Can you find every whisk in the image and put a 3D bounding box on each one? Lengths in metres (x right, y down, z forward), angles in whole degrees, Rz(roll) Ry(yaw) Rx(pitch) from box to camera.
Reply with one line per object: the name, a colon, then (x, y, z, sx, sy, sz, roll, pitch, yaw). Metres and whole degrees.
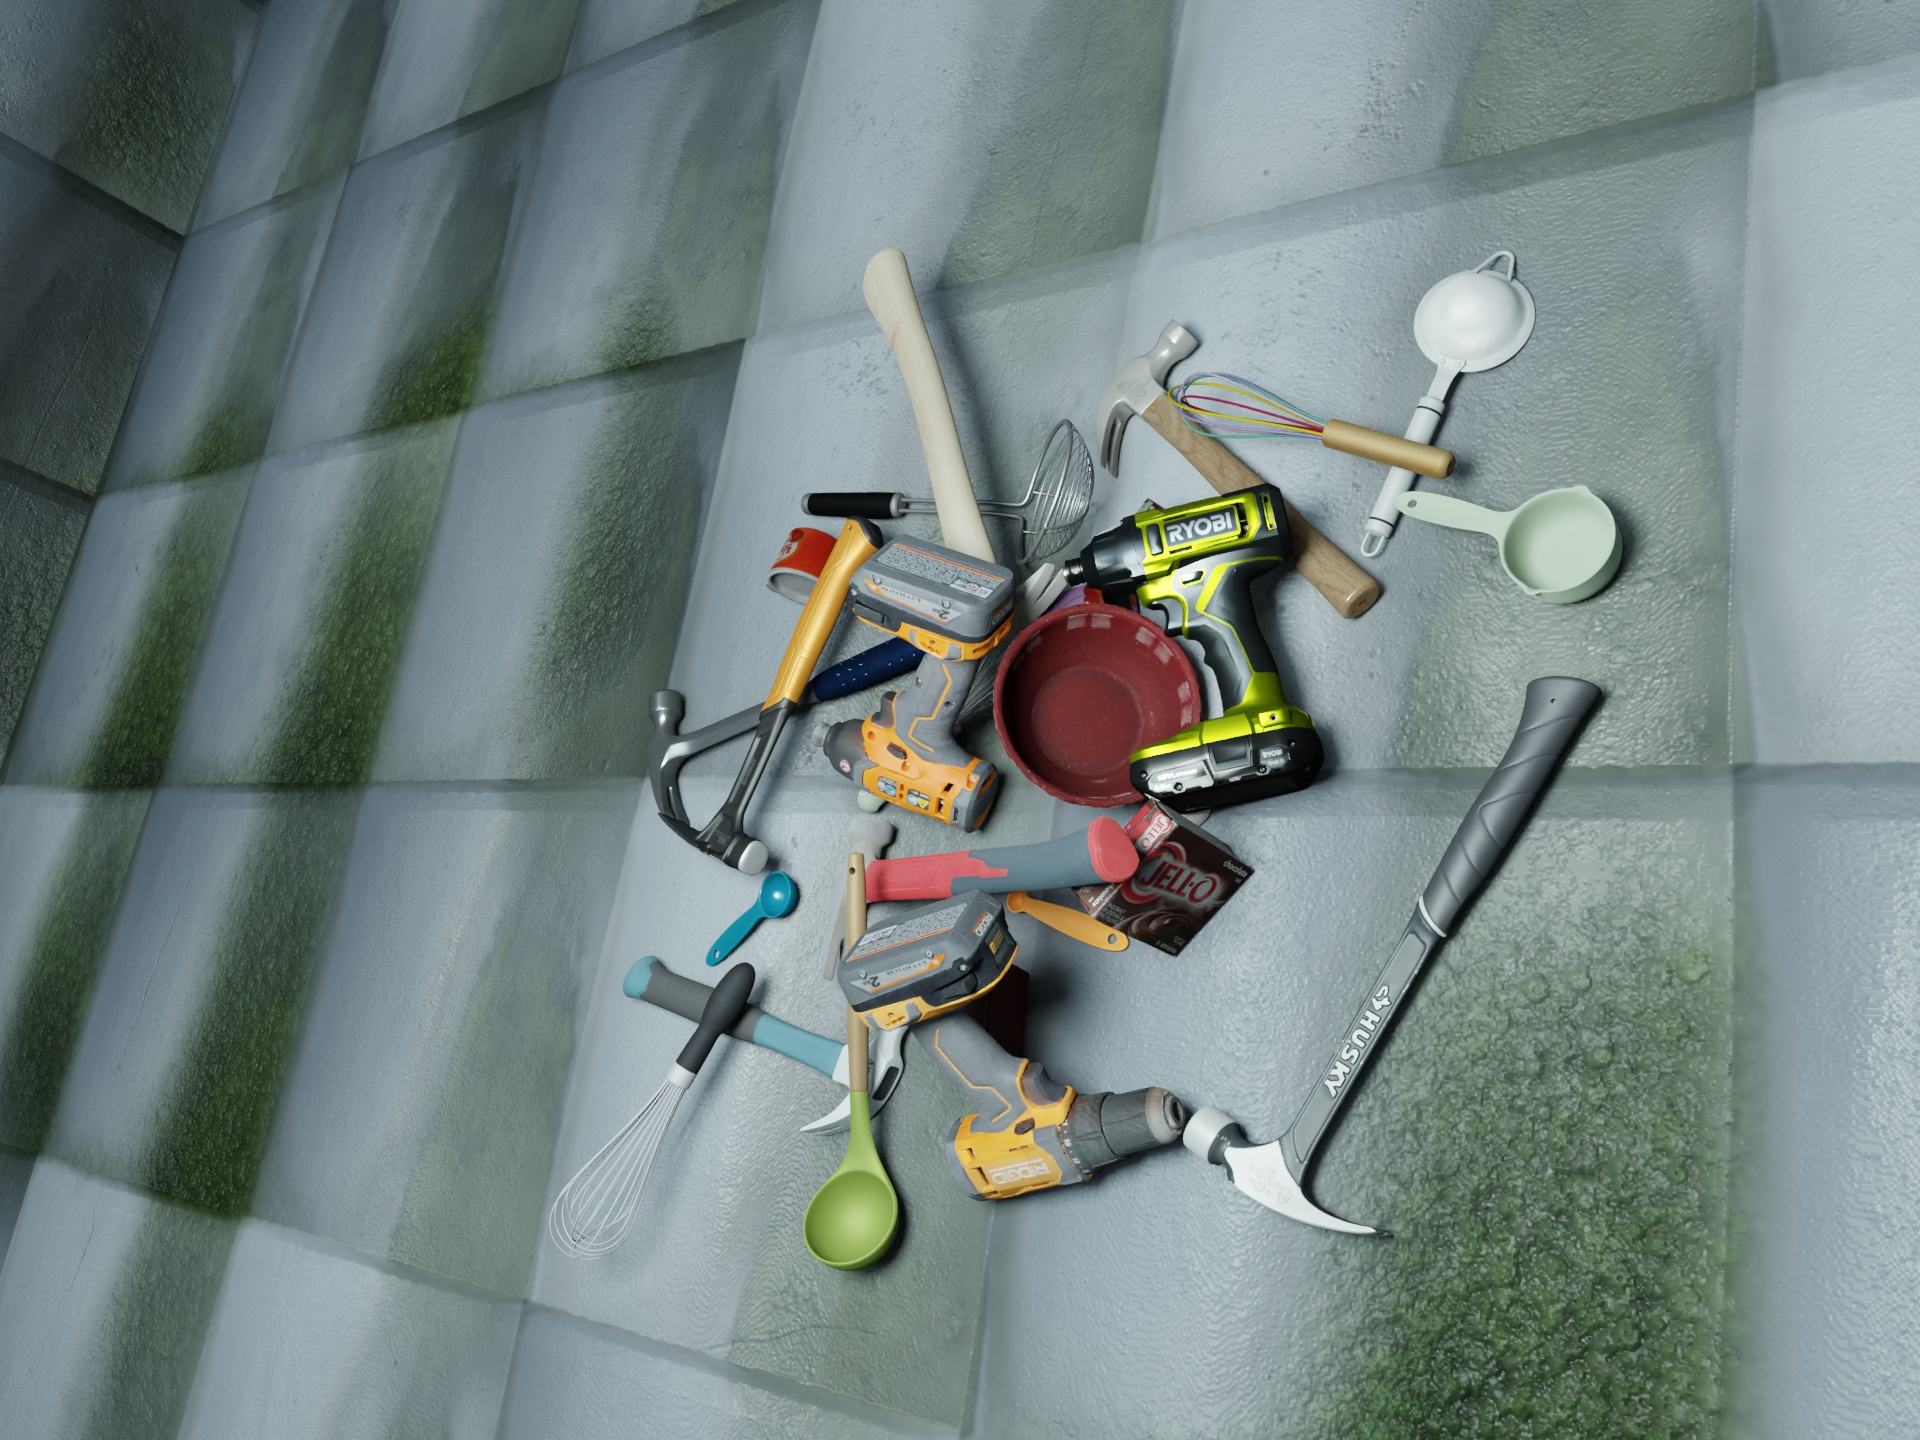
whisk: (0.258, -0.221, 1.203, 0.245, 0.047, 0.051, 26, 106, 37)
whisk: (-0.254, 0.331, 1.354, 0.070, 0.070, 0.284, 26, 81, 41)
whisk: (-0.002, -0.004, 1.354, 0.246, 0.059, 0.058, -44, 14, 19)

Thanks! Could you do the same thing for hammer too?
hammer: (-0.160, -0.032, 1.444, 0.127, 0.034, 0.337, 21, 85, 40)
hammer: (-0.012, -0.249, 1.362, 0.146, 0.038, 0.411, -37, 57, 38)
hammer: (-0.138, -0.020, 1.468, 0.405, 0.035, 0.144, -21, 59, 29)
hammer: (0.216, -0.189, 1.268, 0.130, 0.031, 0.332, -46, 51, 13)
hammer: (0.307, 0.150, 1.054, 0.149, 0.036, 0.409, 32, 92, 40)
hammer: (-0.180, 0.264, 1.384, 0.331, 0.033, 0.128, 11, 78, 40)
hammer: (0.002, 0.131, 1.205, 0.386, 0.038, 0.143, -14, 61, 58)

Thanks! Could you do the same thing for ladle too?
ladle: (-0.085, 0.264, 1.244, 0.078, 0.062, 0.320, -2, 86, 23)

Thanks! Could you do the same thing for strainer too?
strainer: (0.354, -0.240, 1.181, 0.087, 0.050, 0.258, 23, 90, 27)

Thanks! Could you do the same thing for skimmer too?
skimmer: (-0.028, -0.204, 1.423, 0.363, 0.090, 0.127, 7, 79, 39)

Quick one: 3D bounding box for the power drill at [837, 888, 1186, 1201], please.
power drill: (0.038, 0.234, 1.127, 0.185, 0.226, 0.084, -22, 16, 31)

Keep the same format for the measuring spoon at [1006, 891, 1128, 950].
measuring spoon: (0.084, 0.157, 1.242, 0.117, 0.011, 0.021, 18, 84, 37)

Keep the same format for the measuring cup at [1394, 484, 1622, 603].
measuring cup: (0.381, -0.130, 1.114, 0.168, 0.038, 0.083, 26, 88, 43)

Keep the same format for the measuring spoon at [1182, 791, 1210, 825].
measuring spoon: (0.140, 0.092, 1.217, 0.124, 0.018, 0.034, -43, 51, 16)

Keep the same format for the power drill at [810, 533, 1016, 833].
power drill: (-0.043, -0.029, 1.275, 0.164, 0.084, 0.226, 20, 127, 18)

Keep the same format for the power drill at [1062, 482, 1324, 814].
power drill: (0.172, -0.051, 1.173, 0.171, 0.080, 0.223, -13, 73, 15)

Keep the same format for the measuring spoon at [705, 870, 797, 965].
measuring spoon: (-0.187, 0.184, 1.437, 0.128, 0.021, 0.042, -45, 51, 26)
